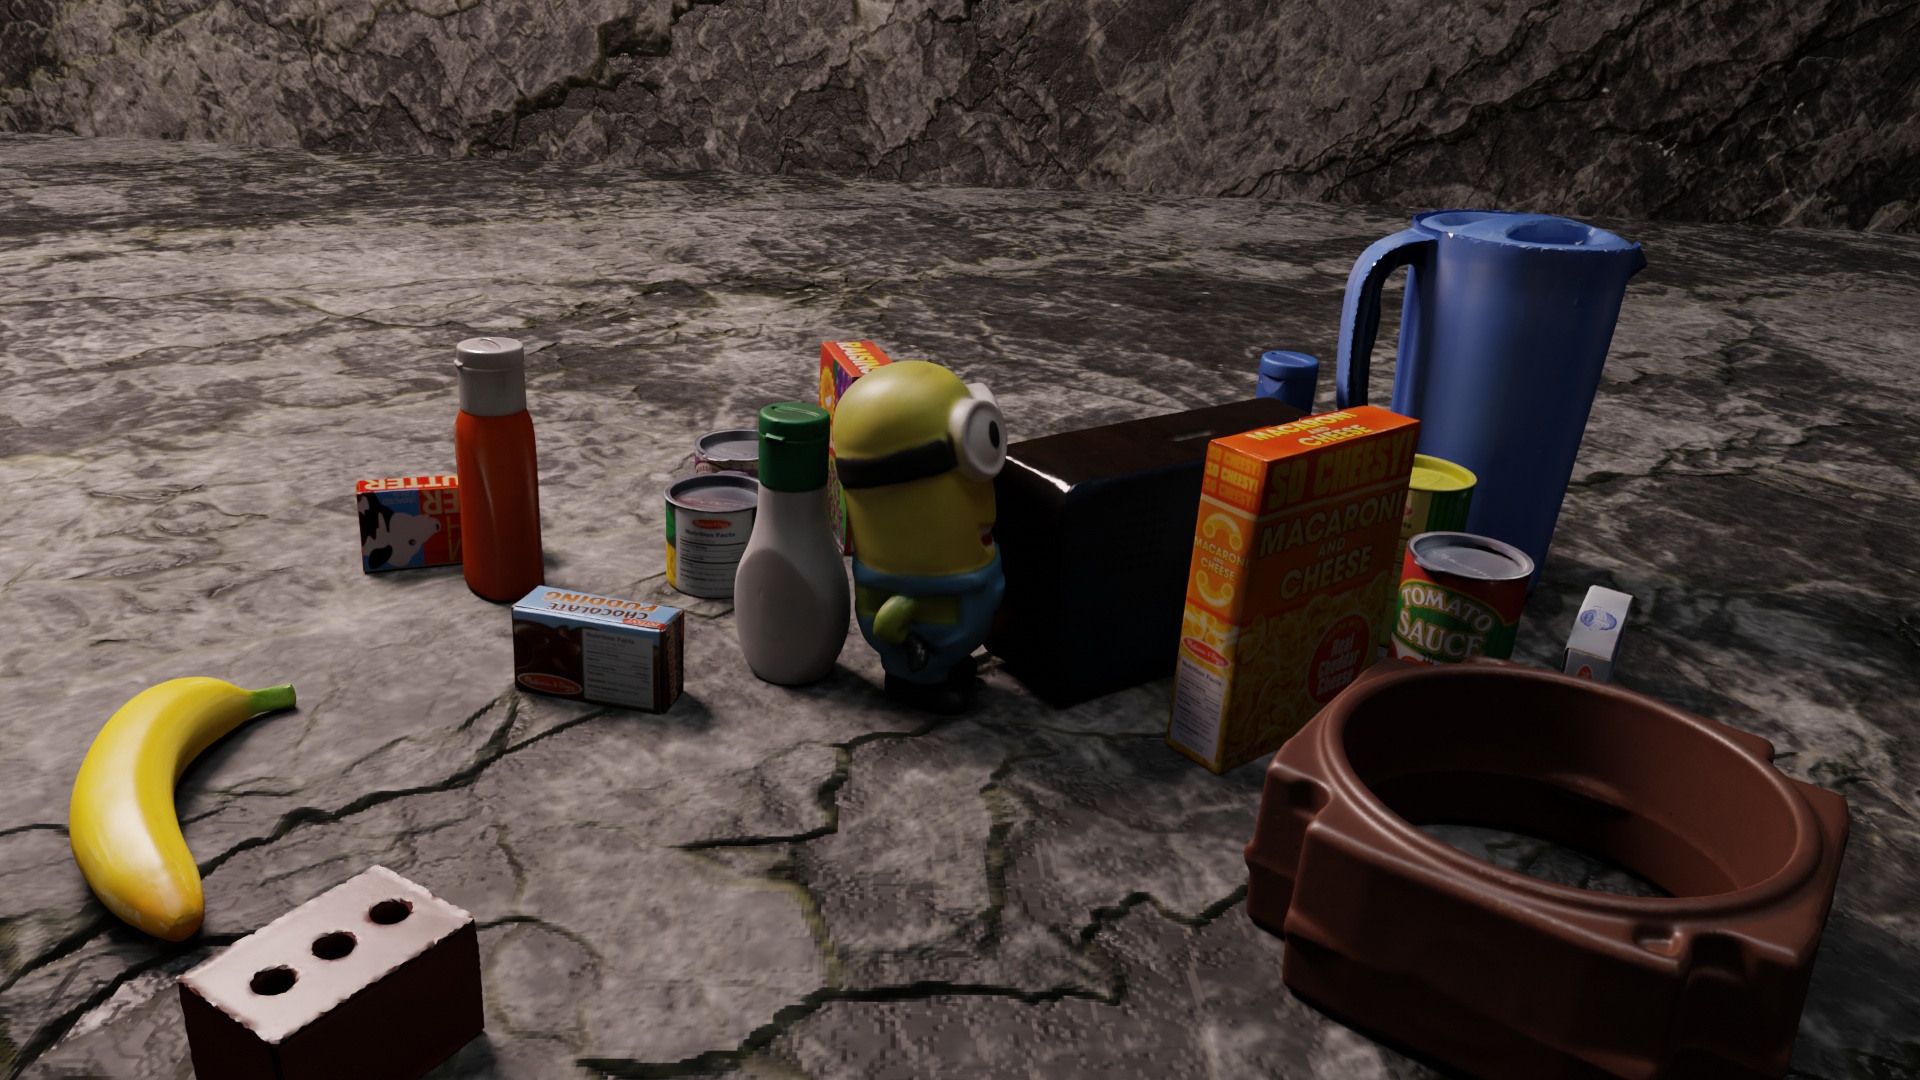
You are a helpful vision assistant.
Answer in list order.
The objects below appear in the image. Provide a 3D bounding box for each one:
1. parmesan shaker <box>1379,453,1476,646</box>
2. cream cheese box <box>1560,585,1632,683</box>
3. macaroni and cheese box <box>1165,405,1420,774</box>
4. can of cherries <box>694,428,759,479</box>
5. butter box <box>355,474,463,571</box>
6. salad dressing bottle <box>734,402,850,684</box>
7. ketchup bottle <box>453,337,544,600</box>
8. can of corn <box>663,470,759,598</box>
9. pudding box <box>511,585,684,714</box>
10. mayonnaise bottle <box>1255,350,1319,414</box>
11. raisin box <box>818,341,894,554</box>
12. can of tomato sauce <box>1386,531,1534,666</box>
[{"bbox_3d":[0.267,0.005,0.844,0.071,0.102,0.071,3,22,-1],"label":"parmesan shaker"},{"bbox_3d":[0.349,0.067,0.770,0.024,0.053,0.104,15,25,26],"label":"cream cheese box"},{"bbox_3d":[0.167,0.022,0.704,0.124,0.165,0.040,-14,28,-37],"label":"macaroni and cheese box"},{"bbox_3d":[-0.148,-0.038,0.938,0.071,0.058,0.072,3,22,-1],"label":"can of cherries"},{"bbox_3d":[-0.316,-0.013,0.858,0.104,0.053,0.024,-6,24,-22],"label":"butter box"},{"bbox_3d":[-0.089,0.002,0.735,0.064,0.147,0.044,14,24,23],"label":"salad dressing bottle"},{"bbox_3d":[-0.271,-0.043,0.812,0.044,0.148,0.065,-12,27,-33],"label":"ketchup bottle"},{"bbox_3d":[-0.148,-0.005,0.858,0.071,0.058,0.071,3,22,-1],"label":"can of corn"},{"bbox_3d":[-0.187,0.056,0.717,0.084,0.049,0.030,8,22,10],"label":"pudding box"},{"bbox_3d":[0.202,-0.047,0.899,0.041,0.147,0.065,-16,29,-39],"label":"mayonnaise bottle"},{"bbox_3d":[-0.067,-0.063,0.928,0.040,0.122,0.086,-4,23,-18],"label":"raisin box"},{"bbox_3d":[0.274,0.046,0.772,0.071,0.082,0.071,3,22,-1],"label":"can of tomato sauce"}]
